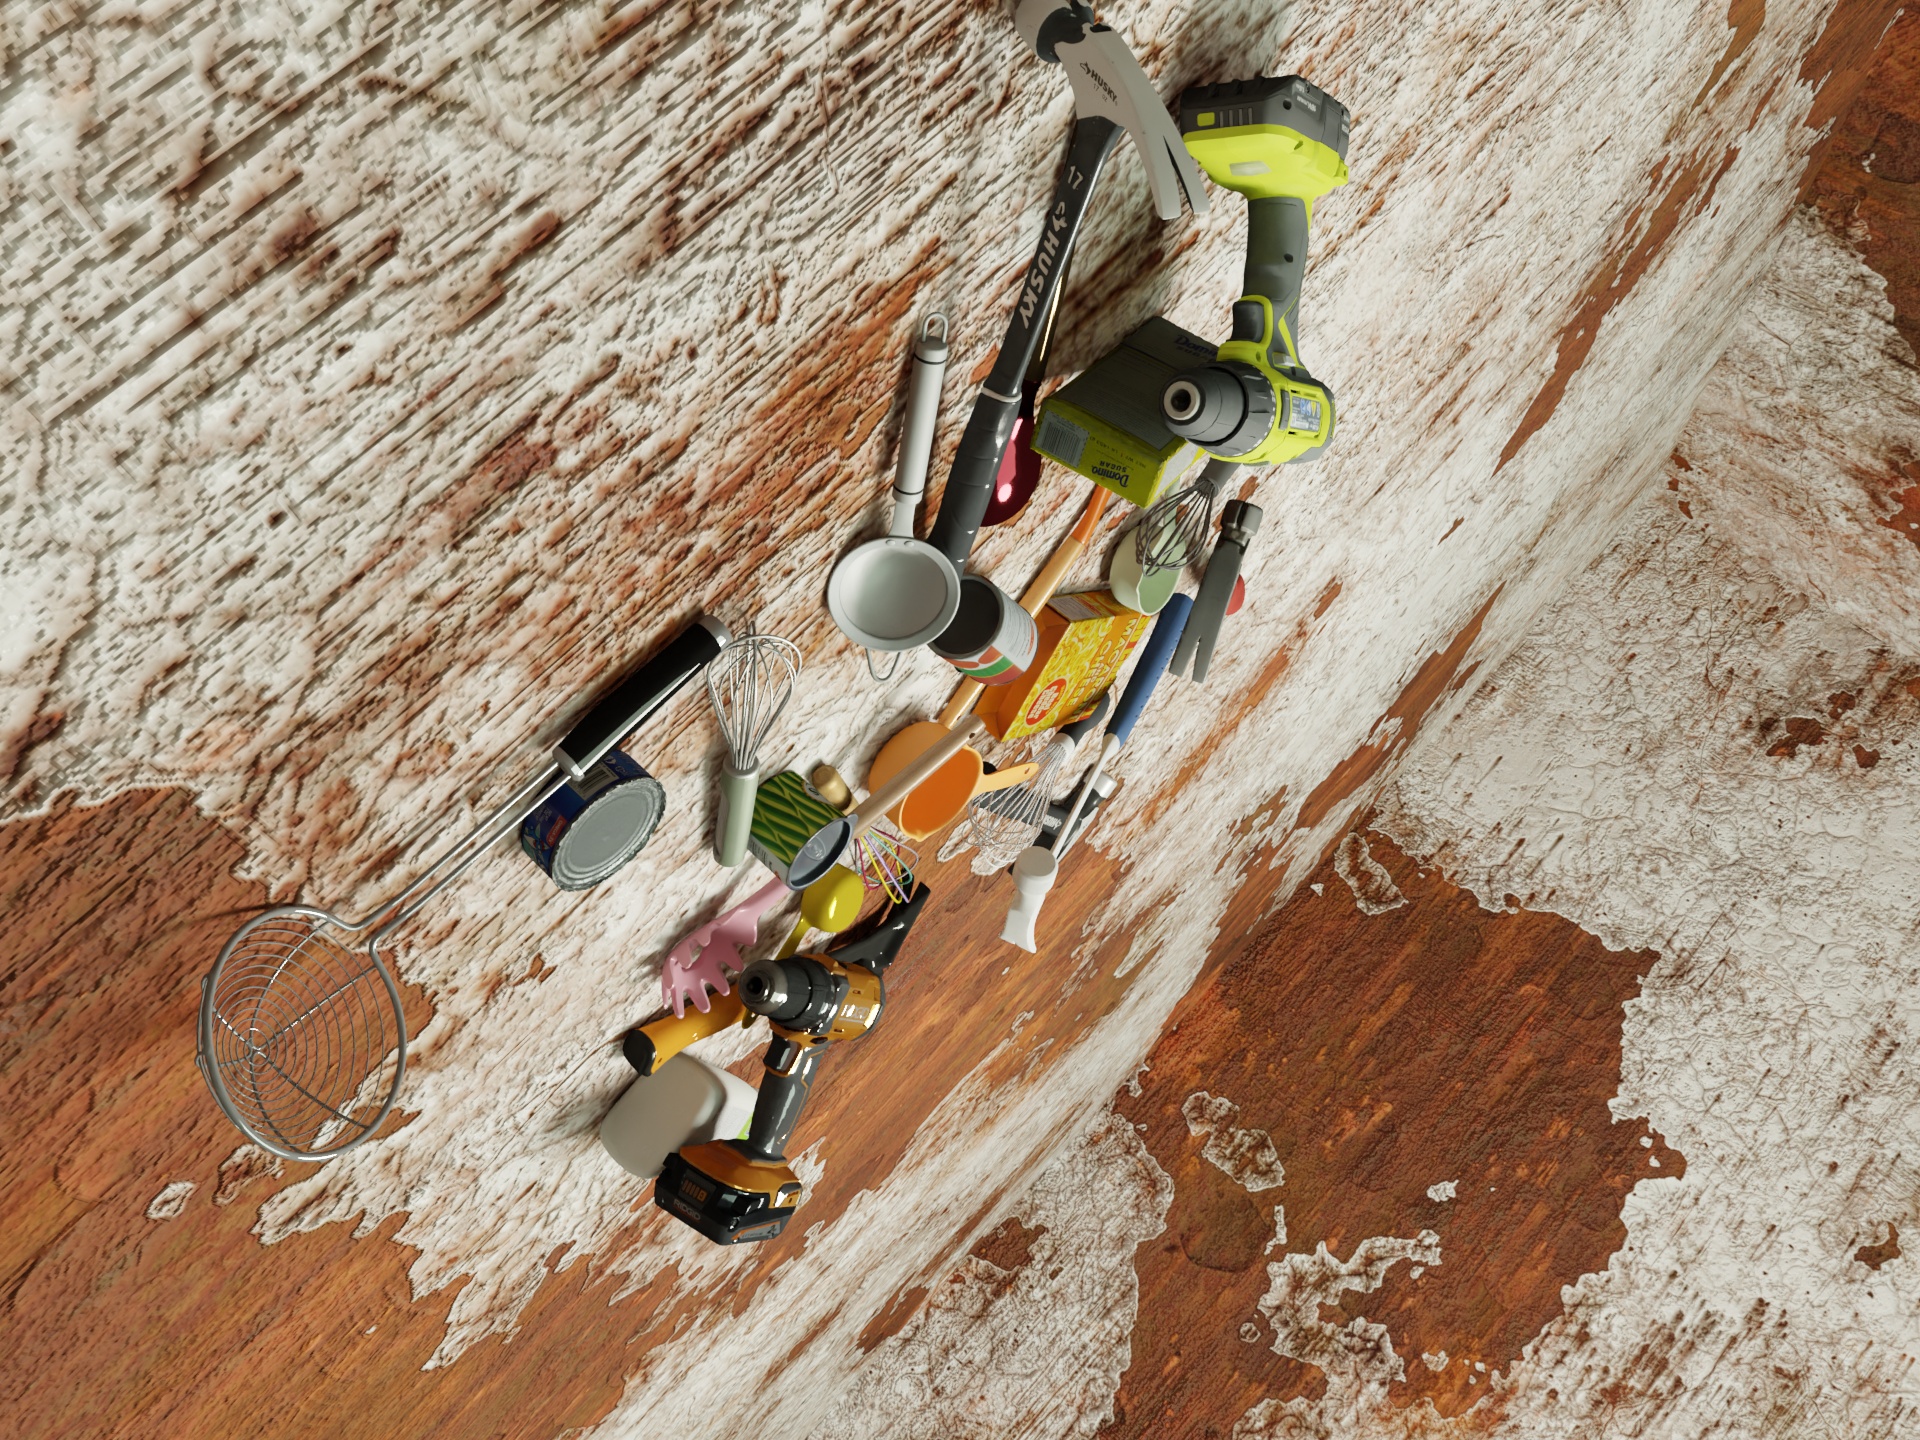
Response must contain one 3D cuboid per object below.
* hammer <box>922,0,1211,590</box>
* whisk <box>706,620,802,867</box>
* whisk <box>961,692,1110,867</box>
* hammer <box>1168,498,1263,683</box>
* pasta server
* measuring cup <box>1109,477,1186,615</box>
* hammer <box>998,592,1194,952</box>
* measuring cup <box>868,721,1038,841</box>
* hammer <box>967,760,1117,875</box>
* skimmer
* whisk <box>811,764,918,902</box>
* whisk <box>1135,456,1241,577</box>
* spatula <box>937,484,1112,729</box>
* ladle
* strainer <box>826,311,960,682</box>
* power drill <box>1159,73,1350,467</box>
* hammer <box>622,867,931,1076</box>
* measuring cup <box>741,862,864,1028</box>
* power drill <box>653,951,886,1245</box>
[{"bbox_3d":[0.033,-0.203,0.930,0.036,0.149,0.408,-18,152,-28],"label":"hammer"},{"bbox_3d":[-0.143,0.024,1.039,0.059,0.058,0.246,-6,144,-19],"label":"whisk"},{"bbox_3d":[0.077,0.041,1.426,0.285,0.070,0.070,-47,163,-51],"label":"whisk"},{"bbox_3d":[0.234,-0.108,1.439,0.359,0.037,0.149,-8,117,-80],"label":"hammer"},{"bbox_3d":[-0.102,0.104,1.192,0.316,0.040,0.060,-40,143,-2],"label":"pasta server"},{"bbox_3d":[0.161,-0.171,1.343,0.083,0.038,0.167,-32,135,-45],"label":"measuring cup"},{"bbox_3d":[0.127,0.031,1.408,0.144,0.035,0.406,101,16,-49],"label":"hammer"},{"bbox_3d":[-0.004,0.039,1.293,0.173,0.052,0.095,-10,131,-50],"label":"measuring cup"},{"bbox_3d":[0.060,0.089,1.546,0.146,0.035,0.334,-53,158,4],"label":"hammer"},{"bbox_3d":[-0.243,0.070,0.847,0.363,0.090,0.127,-45,123,-21],"label":"skimmer"},{"bbox_3d":[-0.079,0.090,1.280,0.244,0.051,0.047,65,45,-62],"label":"whisk"},{"bbox_3d":[0.204,-0.196,1.318,0.239,0.055,0.055,-53,164,-37],"label":"whisk"},{"bbox_3d":[0.085,-0.118,1.257,0.322,0.041,0.081,-54,159,11],"label":"spatula"},{"bbox_3d":[0.051,-0.242,1.013,0.069,0.031,0.315,-37,153,-37],"label":"ladle"},{"bbox_3d":[-0.033,-0.138,0.995,0.087,0.050,0.258,4,130,-10],"label":"strainer"},{"bbox_3d":[0.182,-0.276,1.000,0.190,0.080,0.228,-9,103,-57],"label":"power drill"},{"bbox_3d":[-0.151,0.219,1.341,0.337,0.034,0.127,-17,142,-54],"label":"hammer"},{"bbox_3d":[-0.126,0.186,1.287,0.156,0.029,0.062,-59,150,-23],"label":"measuring cup"},{"bbox_3d":[-0.152,0.286,1.235,0.226,0.084,0.185,-65,156,-4],"label":"power drill"}]
